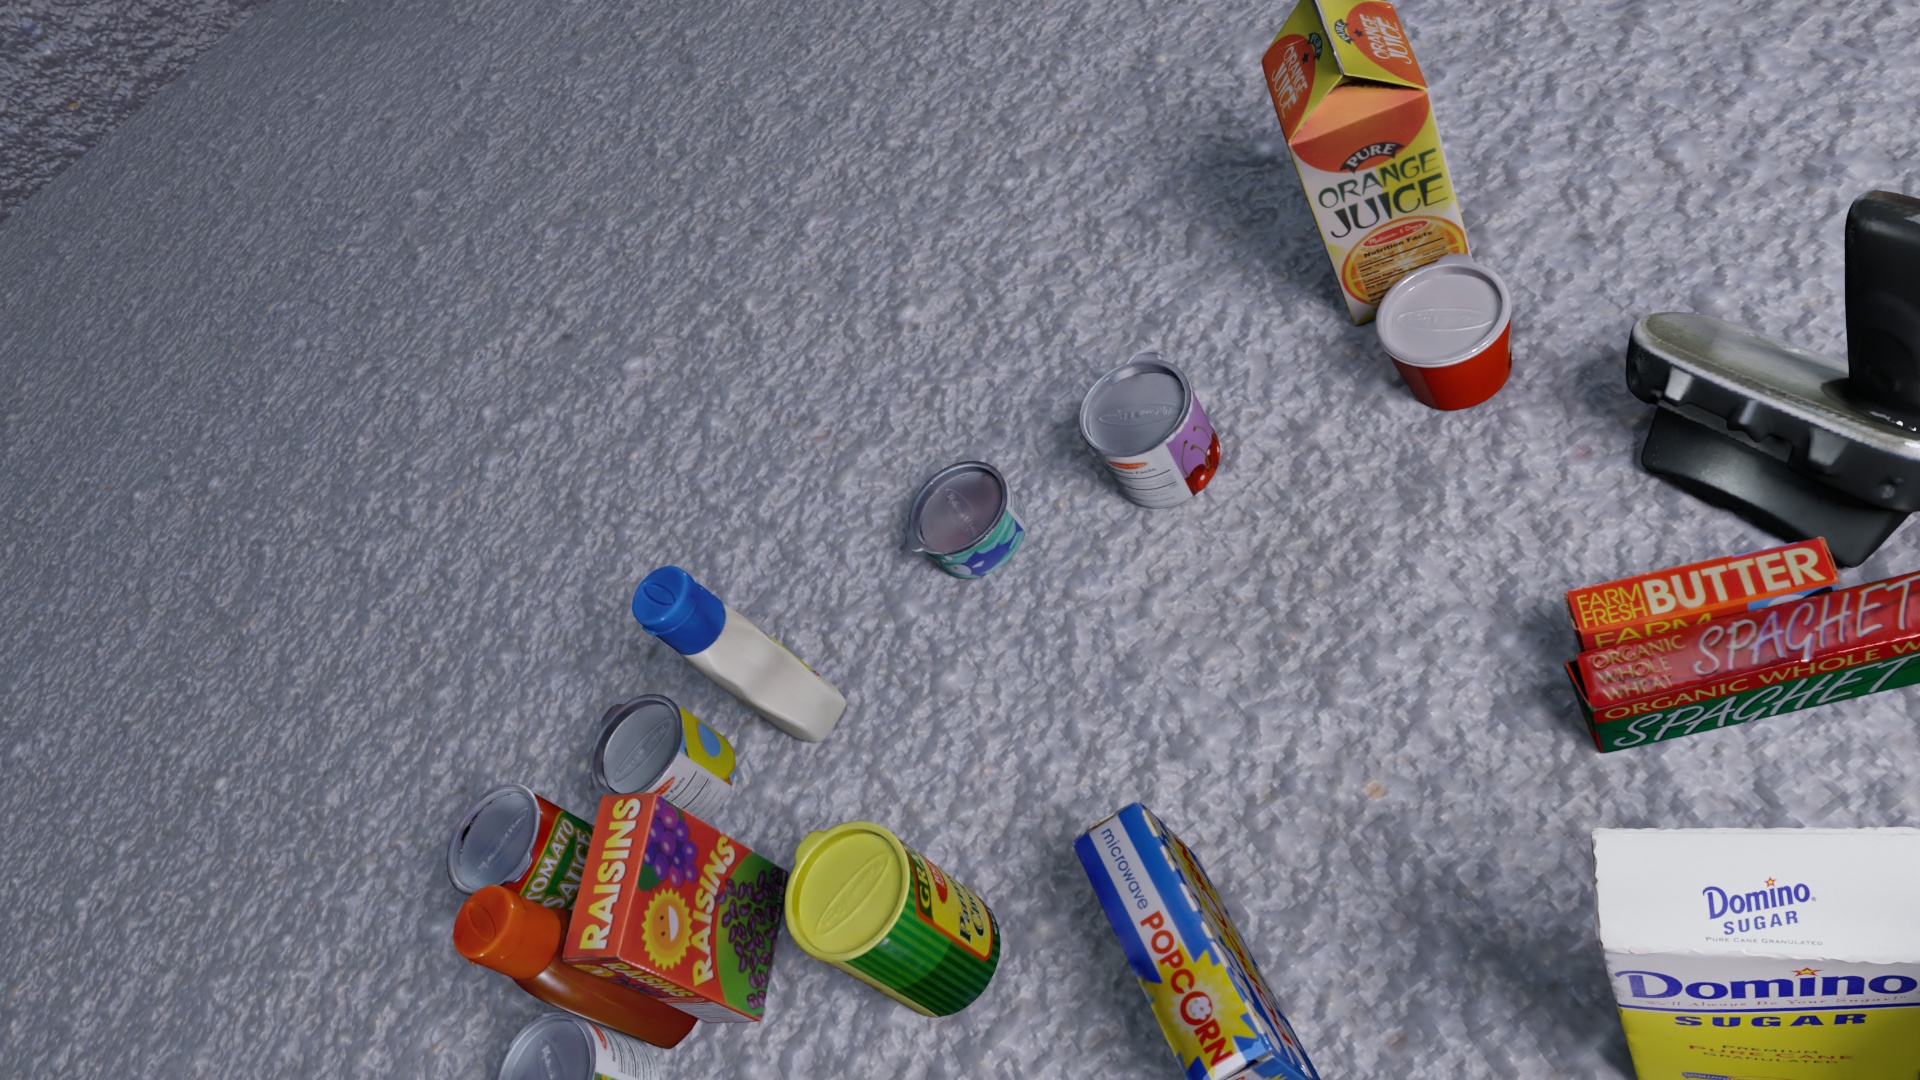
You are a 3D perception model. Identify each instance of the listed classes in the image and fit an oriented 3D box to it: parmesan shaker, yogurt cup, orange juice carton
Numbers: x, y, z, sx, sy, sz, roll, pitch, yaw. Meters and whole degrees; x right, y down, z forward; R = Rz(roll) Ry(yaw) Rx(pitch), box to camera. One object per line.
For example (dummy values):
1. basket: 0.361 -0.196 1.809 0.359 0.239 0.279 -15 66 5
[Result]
1. parmesan shaker: -0.032 0.184 0.679 0.071 0.102 0.071 -16 53 22
2. yogurt cup: 0.260 -0.106 0.737 0.072 0.053 0.073 -15 53 22
3. orange juice carton: 0.215 -0.209 0.741 0.073 0.192 0.072 -19 52 19

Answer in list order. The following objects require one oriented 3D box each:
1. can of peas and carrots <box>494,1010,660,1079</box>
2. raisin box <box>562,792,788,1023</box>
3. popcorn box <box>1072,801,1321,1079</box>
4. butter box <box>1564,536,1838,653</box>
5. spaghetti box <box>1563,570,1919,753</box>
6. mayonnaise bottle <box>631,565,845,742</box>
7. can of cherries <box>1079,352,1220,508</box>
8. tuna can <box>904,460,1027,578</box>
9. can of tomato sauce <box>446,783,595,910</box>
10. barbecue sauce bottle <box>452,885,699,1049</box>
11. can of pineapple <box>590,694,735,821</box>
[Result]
1. can of peas and carrots: -0.205 0.292 0.738 0.071 0.058 0.071 -15 53 22
2. raisin box: -0.146 0.194 0.727 0.040 0.123 0.086 -9 56 26
3. popcorn box: 0.104 0.186 0.610 0.038 0.085 0.127 -33 48 7
4. butter box: 0.323 0.032 0.607 0.103 0.053 0.024 -15 53 22
5. spaghetti box: 0.383 0.038 0.569 0.250 0.050 0.029 -18 52 20
6. mayonnaise bottle: -0.126 0.065 0.787 0.065 0.147 0.041 23 73 39
7. can of cherries: 0.110 -0.063 0.794 0.071 0.058 0.072 -15 53 22
8. tuna can: 0.003 -0.011 0.839 0.071 0.032 0.071 -15 53 21
9. can of tomato sauce: -0.245 0.189 0.816 0.071 0.083 0.071 -15 53 22
10. barbecue sauce bottle: -0.198 0.220 0.723 0.065 0.148 0.044 33 80 41
11. can of pineapple: -0.178 0.132 0.832 0.071 0.057 0.071 -15 53 22
